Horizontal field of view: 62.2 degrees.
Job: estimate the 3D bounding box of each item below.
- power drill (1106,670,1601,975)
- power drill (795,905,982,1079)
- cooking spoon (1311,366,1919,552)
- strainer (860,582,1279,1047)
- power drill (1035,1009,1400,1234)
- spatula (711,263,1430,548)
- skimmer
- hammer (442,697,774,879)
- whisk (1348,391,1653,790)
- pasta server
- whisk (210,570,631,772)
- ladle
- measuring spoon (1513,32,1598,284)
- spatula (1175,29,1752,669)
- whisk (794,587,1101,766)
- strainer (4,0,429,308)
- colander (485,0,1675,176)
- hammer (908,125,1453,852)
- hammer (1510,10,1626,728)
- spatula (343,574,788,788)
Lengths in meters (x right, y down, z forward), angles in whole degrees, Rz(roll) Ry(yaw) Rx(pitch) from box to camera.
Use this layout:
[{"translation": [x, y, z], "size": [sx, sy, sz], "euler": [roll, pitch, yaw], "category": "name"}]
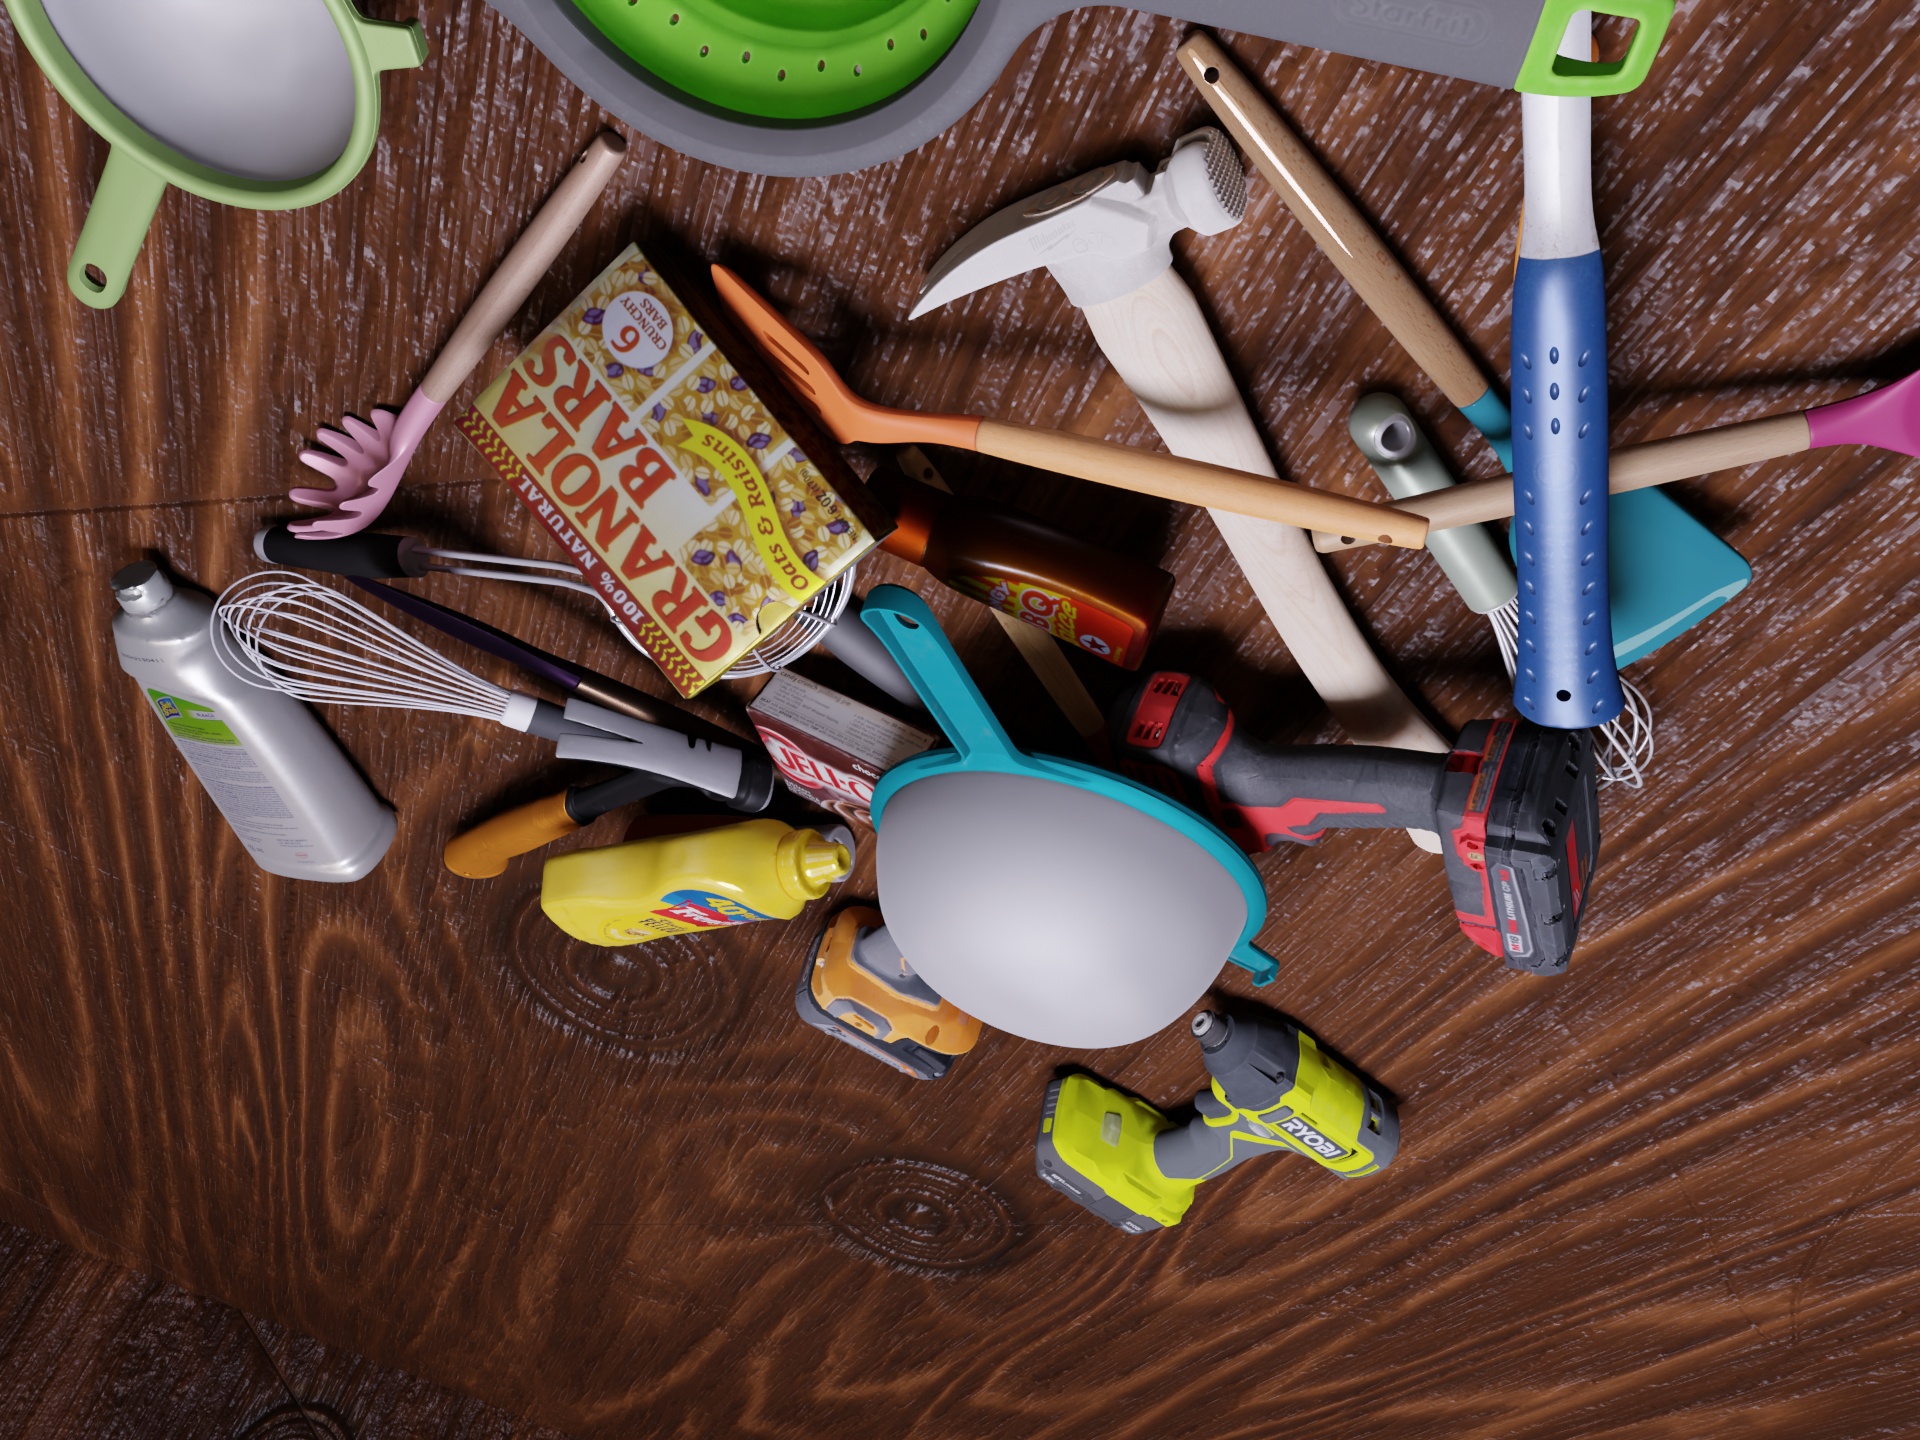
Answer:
[{"translation": [0.186, 0.048, 0.772], "size": [0.220, 0.079, 0.143], "euler": [9, 147, 31], "category": "power drill"}, {"translation": [0.019, 0.149, 1.008], "size": [0.185, 0.084, 0.226], "euler": [31, 135, -16], "category": "power drill"}, {"translation": [0.294, -0.106, 0.607], "size": [0.319, 0.017, 0.068], "euler": [-12, 128, 16], "category": "cooking spoon"}, {"translation": [0.019, 0.072, 0.754], "size": [0.211, 0.095, 0.340], "euler": [4, 149, 27], "category": "strainer"}, {"translation": [0.162, 0.273, 1.097], "size": [0.171, 0.080, 0.223], "euler": [37, 134, -22], "category": "power drill"}, {"translation": [0.035, -0.122, 0.663], "size": [0.323, 0.041, 0.081], "euler": [16, 154, 17], "category": "spatula"}, {"translation": [-0.230, -0.093, 0.855], "size": [0.363, 0.090, 0.127], "euler": [8, 121, 29], "category": "skimmer"}, {"translation": [-0.255, 0.056, 0.993], "size": [0.127, 0.034, 0.337], "euler": [20, 155, -33], "category": "hammer"}, {"translation": [0.243, -0.052, 0.712], "size": [0.058, 0.059, 0.246], "euler": [-40, 115, 6], "category": "whisk"}, {"translation": [-0.249, -0.176, 0.764], "size": [0.040, 0.060, 0.316], "euler": [13, 146, -38], "category": "pasta server"}, {"translation": [-0.291, -0.018, 0.937], "size": [0.284, 0.070, 0.070], "euler": [20, 142, -20], "category": "whisk"}, {"translation": [0.056, -0.016, 0.825], "size": [0.031, 0.069, 0.315], "euler": [12, 144, 55], "category": "ladle"}, {"translation": [0.213, -0.188, 0.573], "size": [0.021, 0.011, 0.116], "euler": [2, 128, 13], "category": "measuring spoon"}, {"translation": [0.190, -0.143, 0.624], "size": [0.082, 0.044, 0.317], "euler": [-37, 116, 26], "category": "spatula"}, {"translation": [-0.001, -0.003, 0.863], "size": [0.238, 0.055, 0.055], "euler": [38, 137, -15], "category": "whisk"}, {"translation": [-0.322, -0.264, 0.665], "size": [0.151, 0.069, 0.256], "euler": [34, 139, -22], "category": "strainer"}, {"translation": [0.019, -0.269, 0.500], "size": [0.397, 0.095, 0.204], "euler": [15, 141, 7], "category": "colander"}, {"translation": [0.140, -0.071, 0.734], "size": [0.146, 0.038, 0.410], "euler": [-12, 132, 34], "category": "hammer"}, {"translation": [0.197, -0.170, 0.540], "size": [0.144, 0.035, 0.405], "euler": [0, 126, 23], "category": "hammer"}, {"translation": [-0.194, -0.013, 0.898], "size": [0.315, 0.018, 0.060], "euler": [27, 169, -29], "category": "spatula"}]
